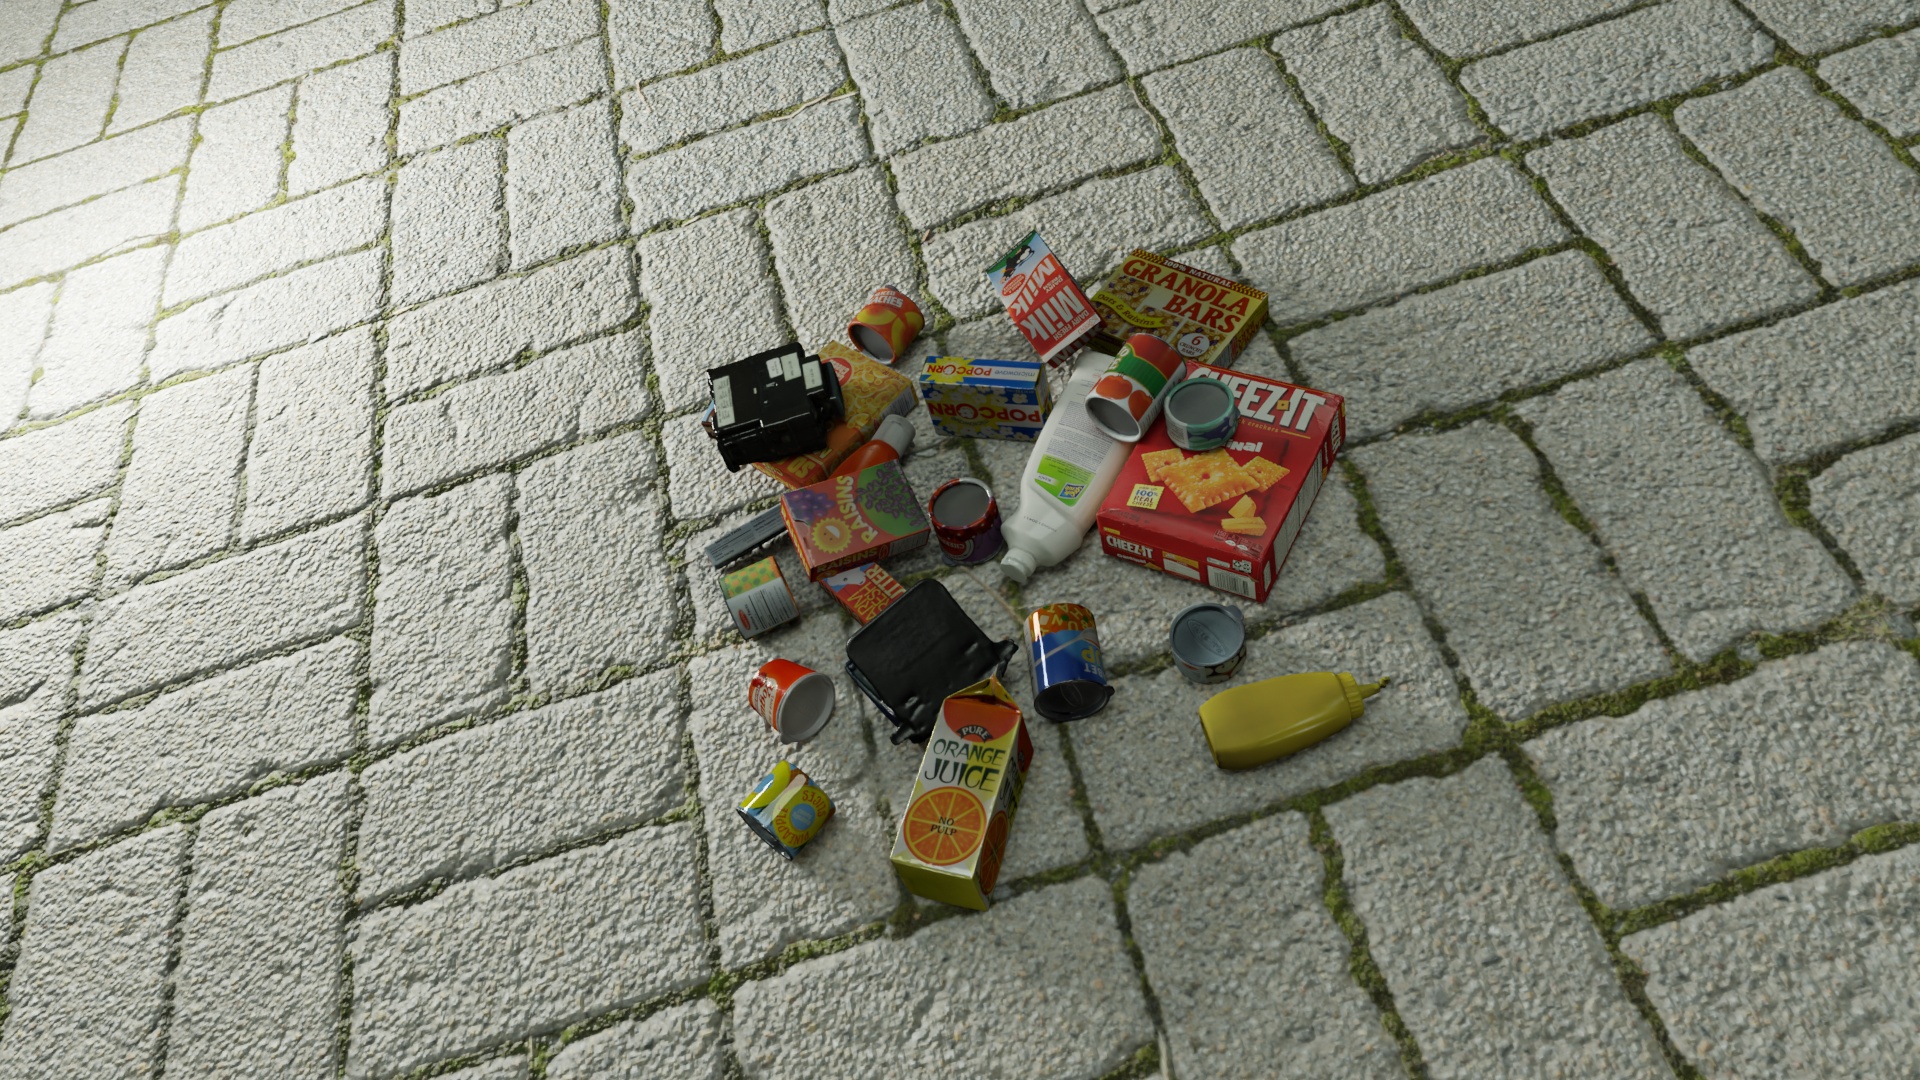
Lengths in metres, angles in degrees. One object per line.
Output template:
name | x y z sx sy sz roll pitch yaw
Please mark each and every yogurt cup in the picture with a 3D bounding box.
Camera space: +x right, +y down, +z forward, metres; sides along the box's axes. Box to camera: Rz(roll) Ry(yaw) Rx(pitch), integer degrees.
yogurt cup | -0.156 0.142 1.264 0.054 0.072 0.072 25 63 38

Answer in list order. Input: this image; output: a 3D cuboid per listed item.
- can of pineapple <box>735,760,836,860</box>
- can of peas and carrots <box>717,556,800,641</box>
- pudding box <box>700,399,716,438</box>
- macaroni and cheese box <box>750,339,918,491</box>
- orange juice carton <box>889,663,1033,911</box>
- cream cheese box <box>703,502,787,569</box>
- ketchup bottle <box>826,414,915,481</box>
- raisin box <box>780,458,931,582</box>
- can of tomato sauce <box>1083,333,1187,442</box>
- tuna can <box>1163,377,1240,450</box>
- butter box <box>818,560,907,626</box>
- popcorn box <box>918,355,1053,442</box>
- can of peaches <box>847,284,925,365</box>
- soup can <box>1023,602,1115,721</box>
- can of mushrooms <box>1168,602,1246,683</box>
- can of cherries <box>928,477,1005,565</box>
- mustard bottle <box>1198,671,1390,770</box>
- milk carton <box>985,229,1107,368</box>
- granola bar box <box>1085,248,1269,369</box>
can of pineapple | -0.148 0.231 1.190 0.071 0.070 0.058 30 65 31
can of peas and carrots | -0.194 0.054 1.338 0.059 0.070 0.071 -24 52 -5
pudding box | -0.245 -0.149 1.528 0.050 0.030 0.084 8 56 19
macaroni and cheese box | -0.145 -0.128 1.480 0.124 0.040 0.167 30 65 32
orange juice carton | 0.010 0.203 1.169 0.073 0.071 0.193 8 56 19
cream cheese box | -0.207 -0.007 1.394 0.104 0.053 0.024 -31 90 -10
ketchup bottle | -0.096 -0.064 1.415 0.065 0.043 0.149 25 62 13
raisin box | -0.102 -0.019 1.342 0.124 0.040 0.086 -18 67 -17
can of tomato sauce | 0.164 -0.146 1.320 0.071 0.071 0.083 25 66 29
tuna can | 0.226 -0.119 1.293 0.071 0.032 0.071 -8 50 10
butter box | -0.088 0.051 1.339 0.053 0.024 0.104 -38 54 -16
popcorn box | 0.028 -0.144 1.419 0.127 0.085 0.038 6 57 18
can of peaches | -0.083 -0.237 1.527 0.071 0.071 0.058 23 63 28
soup can | 0.095 0.106 1.224 0.071 0.071 0.084 -11 52 6
can of mushrooms | 0.221 0.089 1.225 0.071 0.033 0.071 -7 52 10
can of cherries | 0.005 -0.017 1.345 0.071 0.058 0.072 -7 52 9
mustard bottle | 0.283 0.143 1.159 0.160 0.048 0.065 -16 52 1
milk carton | 0.092 -0.245 1.441 0.072 0.073 0.191 -38 32 12
granola bar box | 0.222 -0.234 1.467 0.166 0.039 0.124 27 65 30
